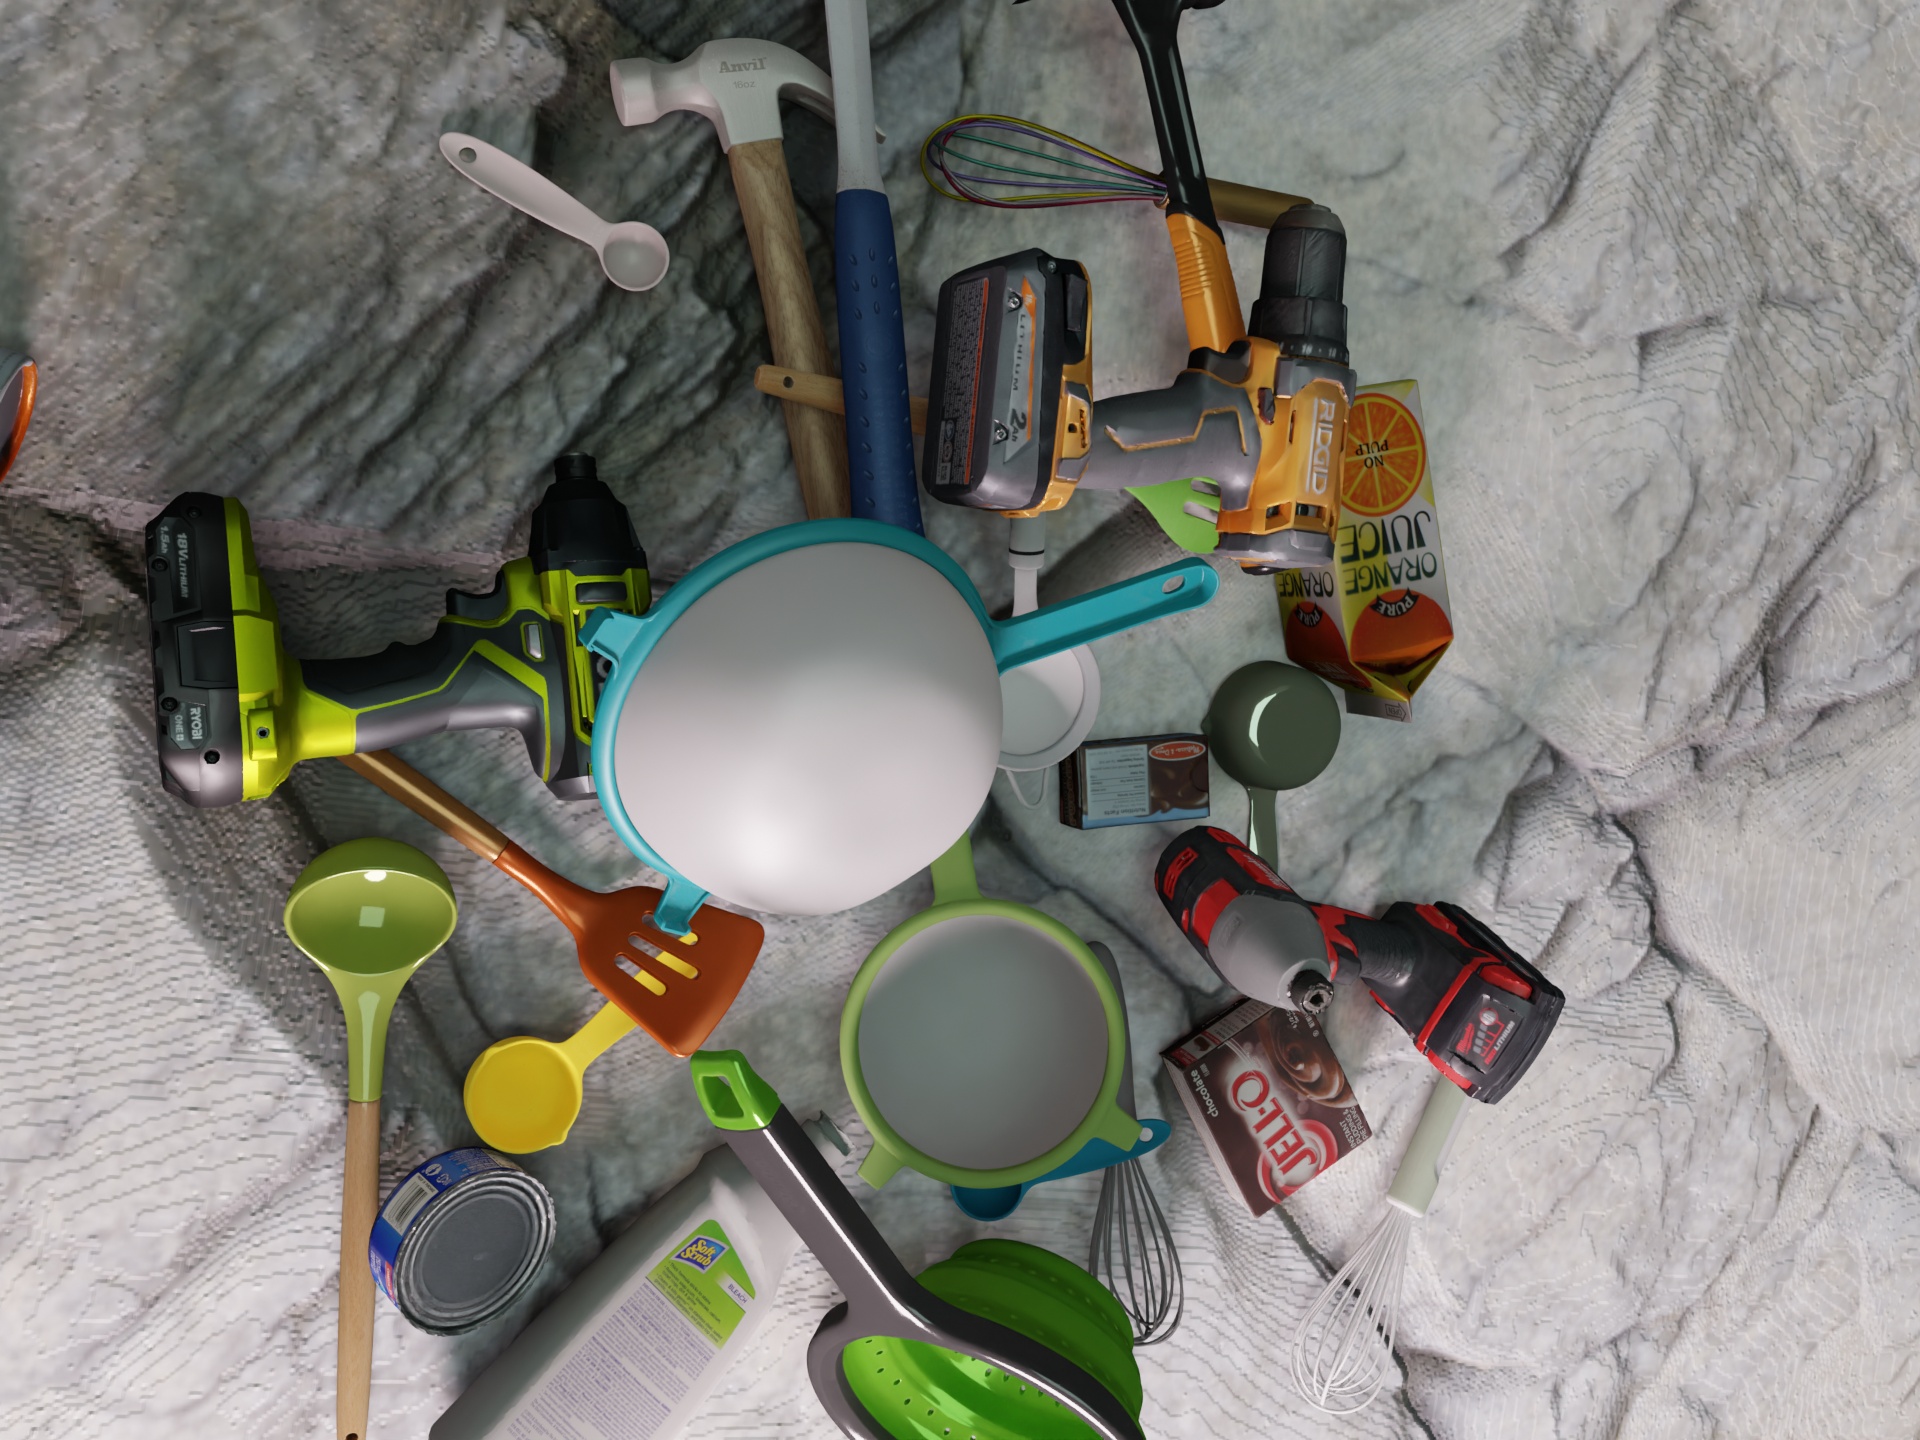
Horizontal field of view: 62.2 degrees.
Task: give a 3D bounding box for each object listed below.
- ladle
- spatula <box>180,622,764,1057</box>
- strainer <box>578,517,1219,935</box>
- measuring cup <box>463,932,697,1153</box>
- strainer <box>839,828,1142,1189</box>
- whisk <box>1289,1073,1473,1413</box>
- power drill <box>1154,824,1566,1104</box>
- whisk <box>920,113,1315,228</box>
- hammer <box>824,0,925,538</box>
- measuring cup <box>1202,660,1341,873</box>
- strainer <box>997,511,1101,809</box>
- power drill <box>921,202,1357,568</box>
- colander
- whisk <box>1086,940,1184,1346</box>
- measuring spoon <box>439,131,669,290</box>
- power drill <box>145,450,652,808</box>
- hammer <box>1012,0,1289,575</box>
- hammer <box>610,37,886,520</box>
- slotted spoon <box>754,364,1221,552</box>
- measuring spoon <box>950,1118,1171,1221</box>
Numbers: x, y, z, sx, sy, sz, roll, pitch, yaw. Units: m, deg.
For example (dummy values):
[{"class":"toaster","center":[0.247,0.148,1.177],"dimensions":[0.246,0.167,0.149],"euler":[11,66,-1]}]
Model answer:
[{"class":"ladle","center":[-0.291,0.214,0.775],"dimensions":[0.078,0.062,0.320],"euler":[2,96,-20]},{"class":"spatula","center":[-0.245,0.049,0.786],"dimensions":[0.322,0.041,0.081],"euler":[39,65,-16]},{"class":"strainer","center":[-0.001,-0.002,0.768],"dimensions":[0.340,0.095,0.210],"euler":[-20,130,-18]},{"class":"measuring cup","center":[-0.189,0.159,0.827],"dimensions":[0.156,0.029,0.062],"euler":[-41,106,-25]},{"class":"strainer","center":[0.005,0.121,0.873],"dimensions":[0.151,0.069,0.256],"euler":[-10,80,4]},{"class":"whisk","center":[0.272,0.308,0.983],"dimensions":[0.246,0.059,0.057],"euler":[-62,147,-10]},{"class":"power drill","center":[0.223,0.137,0.892],"dimensions":[0.219,0.143,0.078],"euler":[21,105,-27]},{"class":"whisk","center":[0.091,-0.297,0.884],"dimensions":[0.245,0.051,0.047],"euler":[2,114,-23]},{"class":"hammer","center":[-0.056,-0.272,0.790],"dimensions":[0.144,0.035,0.405],"euler":[-4,88,-25]},{"class":"measuring cup","center":[0.187,0.049,0.937],"dimensions":[0.083,0.038,0.167],"euler":[-1,95,-19]},{"class":"strainer","center":[0.036,-0.080,0.851],"dimensions":[0.087,0.050,0.258],"euler":[-6,110,-20]},{"class":"power drill","center":[0.102,-0.177,0.790],"dimensions":[0.226,0.084,0.185],"euler":[4,95,-28]},{"class":"colander","center":[-0.009,0.283,0.815],"dimensions":[0.396,0.204,0.094],"euler":[60,41,-26]},{"class":"whisk","center":[0.090,0.245,0.918],"dimensions":[0.055,0.055,0.239],"euler":[-8,91,-19]},{"class":"measuring spoon","center":[-0.203,-0.256,0.796],"dimensions":[0.124,0.018,0.034],"euler":[30,86,-12]},{"class":"power drill","center":[-0.256,-0.043,0.748],"dimensions":[0.223,0.080,0.171],"euler":[-4,83,-28]},{"class":"hammer","center":[0.126,-0.241,0.857],"dimensions":[0.127,0.034,0.337],"euler":[-20,101,-27]},{"class":"hammer","center":[-0.079,-0.185,0.833],"dimensions":[0.130,0.031,0.331],"euler":[-15,99,-17]},{"class":"slotted spoon","center":[0.038,-0.148,0.858],"dimensions":[0.313,0.031,0.070],"euler":[9,93,-26]},{"class":"measuring spoon","center":[0.057,0.246,0.897],"dimensions":[0.128,0.021,0.042],"euler":[-18,90,4]}]
